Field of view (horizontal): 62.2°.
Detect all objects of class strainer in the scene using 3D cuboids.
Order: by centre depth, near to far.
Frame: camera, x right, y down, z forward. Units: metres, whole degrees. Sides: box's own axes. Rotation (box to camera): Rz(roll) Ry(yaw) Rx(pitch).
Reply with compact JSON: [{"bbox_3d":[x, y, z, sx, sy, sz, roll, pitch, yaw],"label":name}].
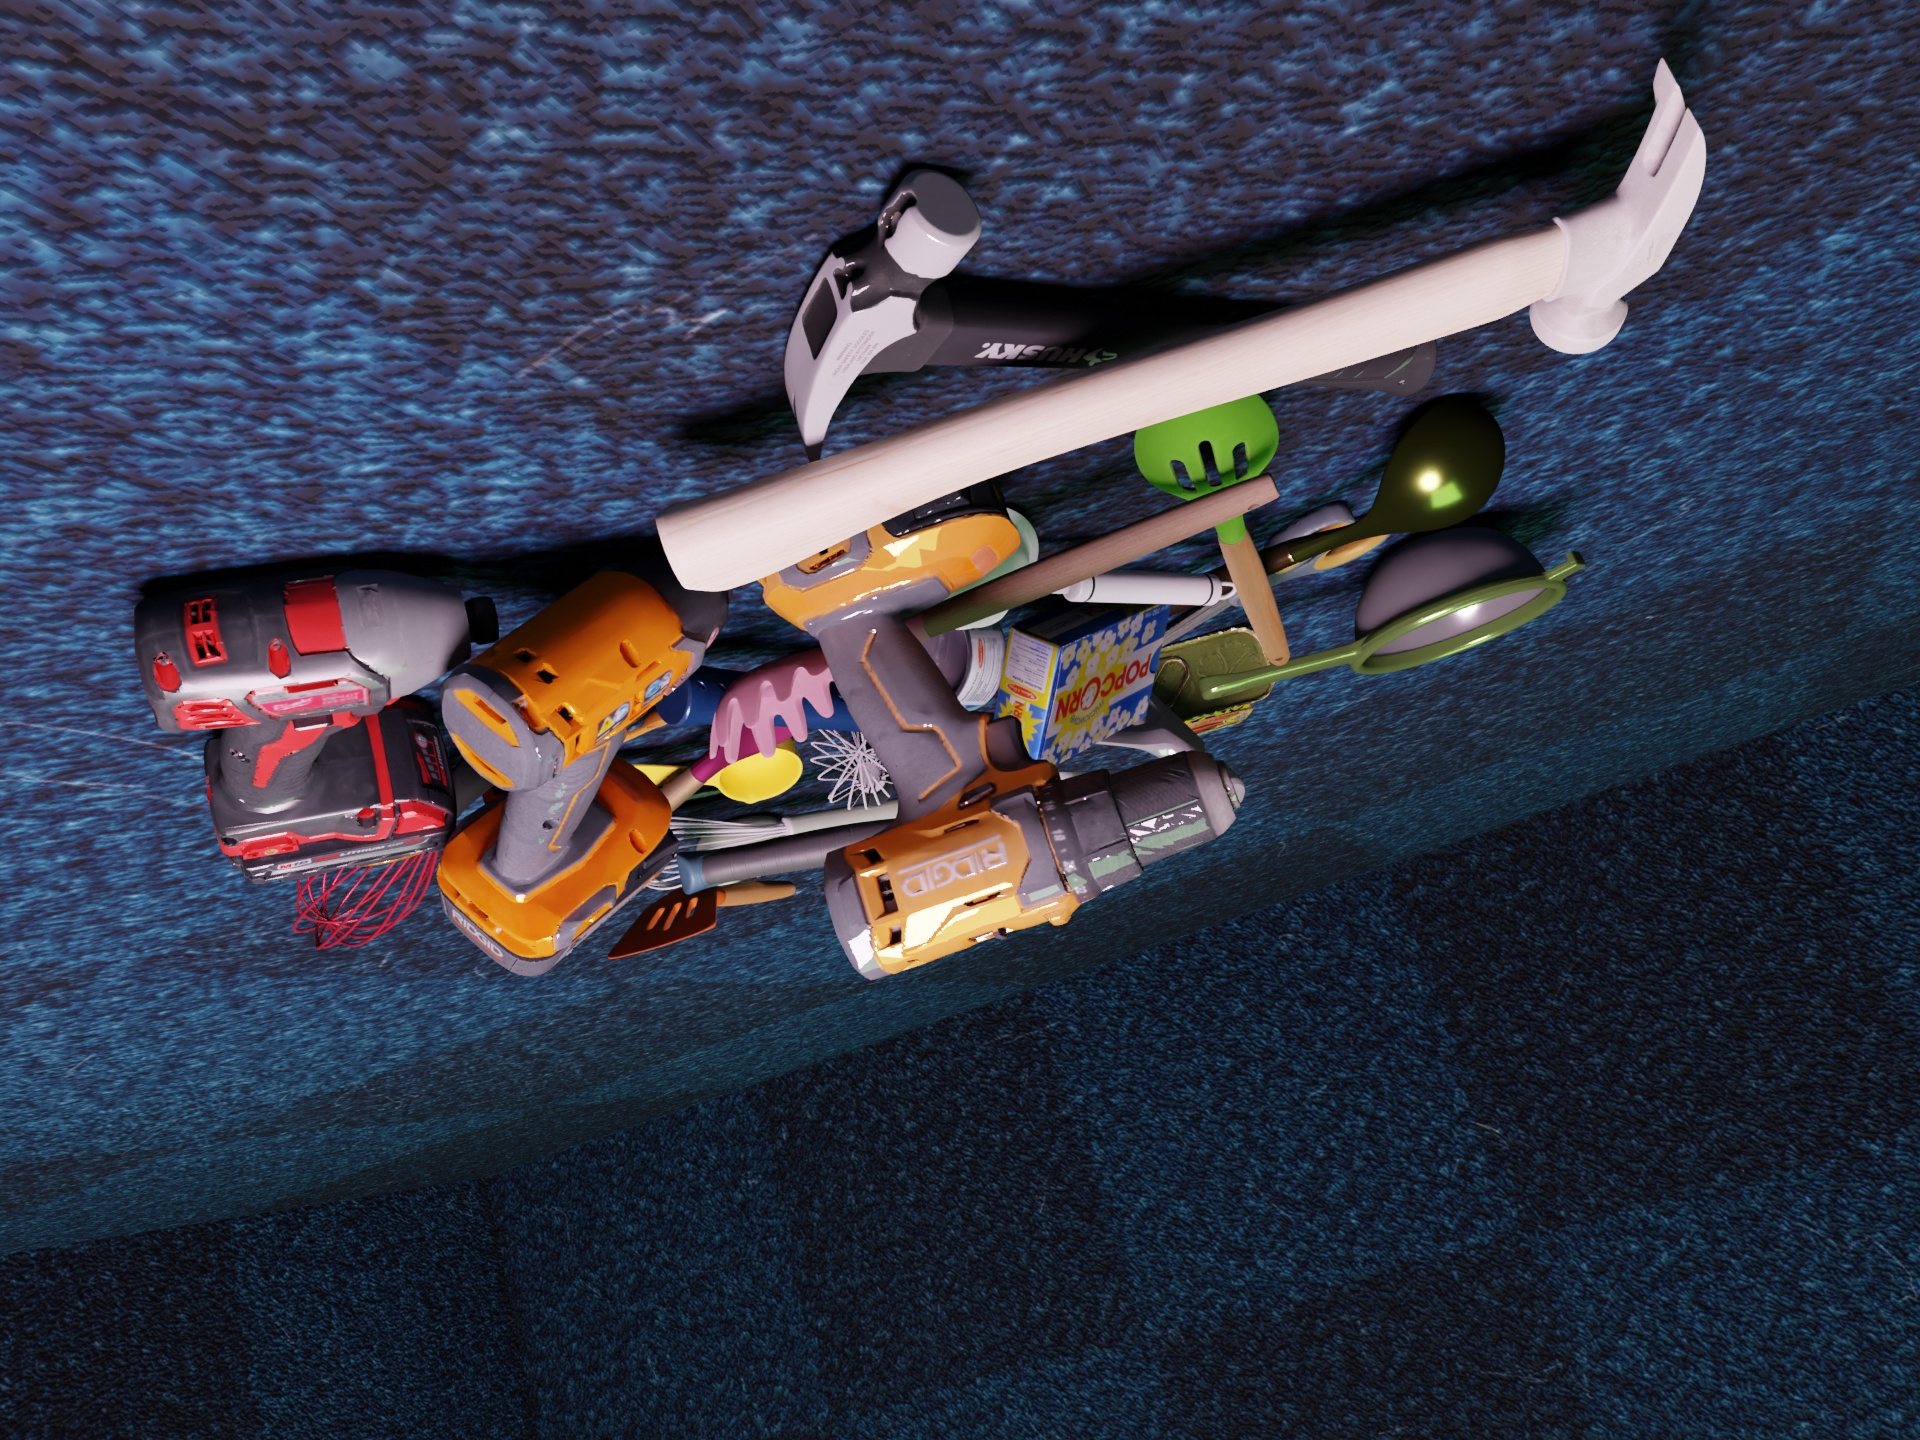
[{"bbox_3d":[0.060,-0.075,0.875,0.258,0.050,0.086,-2,136,-35],"label":"strainer"},{"bbox_3d":[0.278,-0.076,1.082,0.256,0.069,0.151,-15,166,-4],"label":"strainer"}]

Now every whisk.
[{"bbox_3d":[-0.319,0.059,0.952,0.296,0.073,0.073,-36,156,33],"label":"whisk"},{"bbox_3d":[-0.064,0.035,1.110,0.070,0.070,0.284,-16,173,-3],"label":"whisk"},{"bbox_3d":[-0.141,0.086,1.218,0.246,0.059,0.057,-8,141,-27],"label":"whisk"}]

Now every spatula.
[{"bbox_3d":[-0.179,0.144,1.233,0.081,0.041,0.322,-18,173,10],"label":"spatula"}]

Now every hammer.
[{"bbox_3d":[0.078,-0.135,0.618,0.410,0.038,0.146,-18,162,1],"label":"hammer"},{"bbox_3d":[0.081,-0.157,0.675,0.334,0.035,0.146,-6,160,-35],"label":"hammer"},{"bbox_3d":[-0.002,-0.003,0.985,0.405,0.144,0.035,6,123,-38],"label":"hammer"},{"bbox_3d":[-0.038,0.079,1.120,0.331,0.033,0.128,-10,-176,0],"label":"hammer"}]

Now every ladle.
[{"bbox_3d":[0.176,-0.104,0.957,0.320,0.062,0.078,-22,160,40],"label":"ladle"}]

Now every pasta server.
[{"bbox_3d":[0.010,-0.051,0.798,0.316,0.040,0.060,-21,166,15],"label":"pasta server"}]

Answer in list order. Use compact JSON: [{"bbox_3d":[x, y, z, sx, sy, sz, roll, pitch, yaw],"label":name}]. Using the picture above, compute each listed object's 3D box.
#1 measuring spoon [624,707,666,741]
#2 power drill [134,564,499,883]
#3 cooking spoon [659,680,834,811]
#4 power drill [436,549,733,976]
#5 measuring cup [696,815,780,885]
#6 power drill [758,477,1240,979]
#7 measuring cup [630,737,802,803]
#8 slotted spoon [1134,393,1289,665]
[{"bbox_3d":[-0.225,0.013,0.979,0.117,0.011,0.021,-20,174,23],"label":"measuring spoon"},{"bbox_3d":[-0.292,-0.002,0.746,0.143,0.079,0.219,-11,160,-22],"label":"power drill"},{"bbox_3d":[-0.185,0.047,1.017,0.319,0.017,0.068,-38,154,23],"label":"cooking spoon"},{"bbox_3d":[-0.179,0.014,0.785,0.164,0.084,0.226,-44,166,-39],"label":"power drill"},{"bbox_3d":[-0.141,0.100,1.300,0.167,0.038,0.083,-4,160,-44],"label":"measuring cup"},{"bbox_3d":[0.010,-0.015,0.725,0.185,0.226,0.084,-20,164,9],"label":"power drill"},{"bbox_3d":[-0.181,0.026,1.034,0.156,0.029,0.062,1,140,-22],"label":"measuring cup"},{"bbox_3d":[0.157,-0.093,0.881,0.070,0.031,0.313,-14,156,14],"label":"slotted spoon"}]
